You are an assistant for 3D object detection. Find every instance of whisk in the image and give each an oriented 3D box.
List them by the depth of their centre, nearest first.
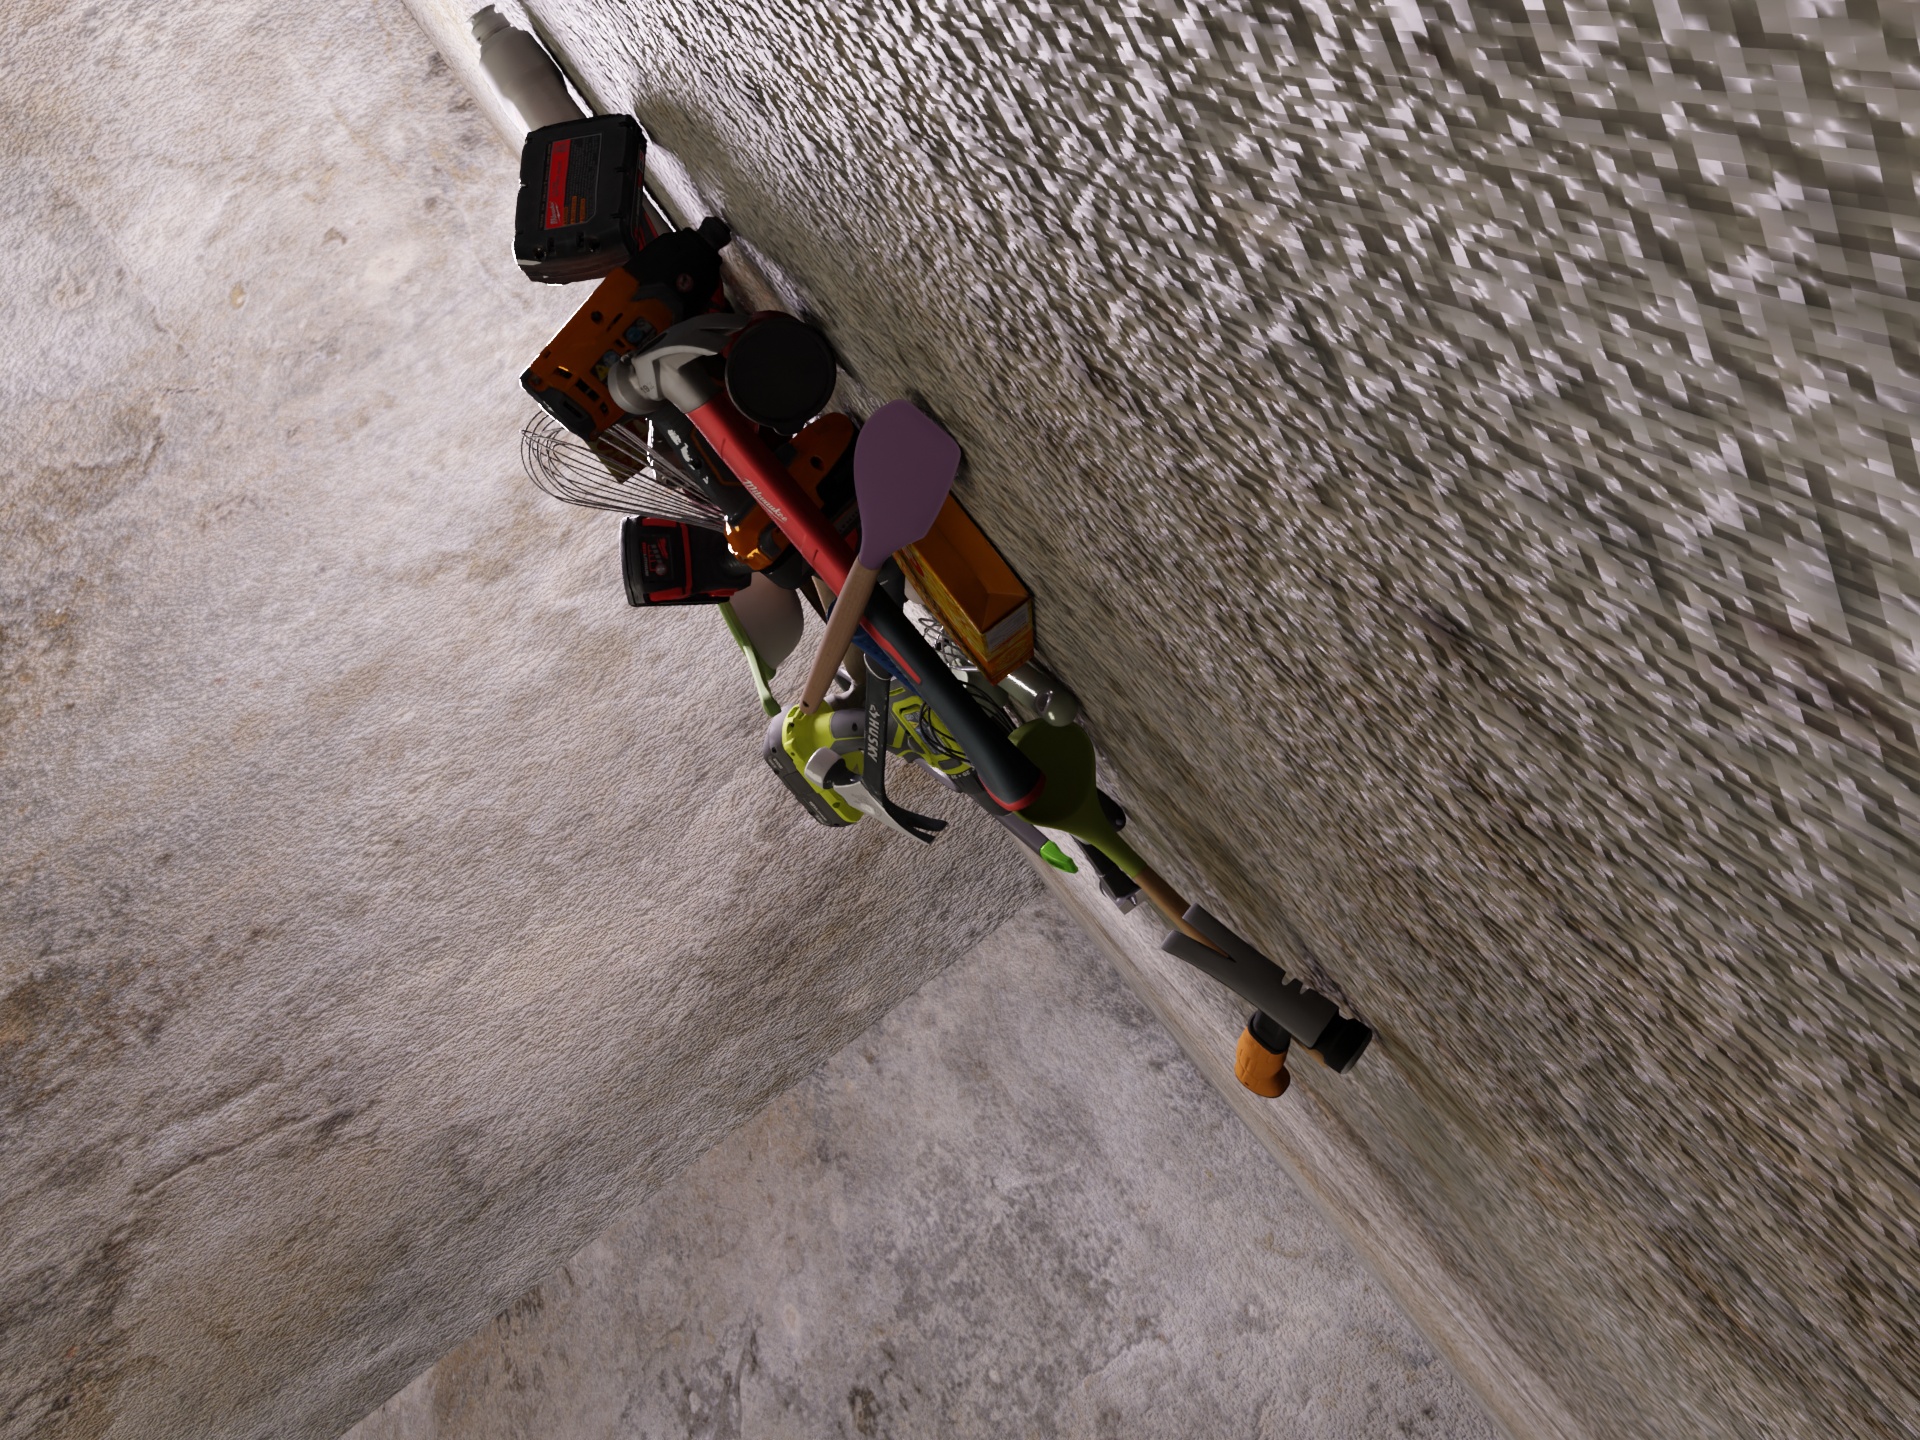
[{"bbox_3d":[-0.182,-0.151,1.145,0.284,0.070,0.070,21,-167,-28],"label":"whisk"},{"bbox_3d":[0.027,-0.042,1.159,0.059,0.058,0.247,16,-169,-26],"label":"whisk"},{"bbox_3d":[0.052,0.035,1.194,0.238,0.055,0.055,33,-169,-40],"label":"whisk"}]

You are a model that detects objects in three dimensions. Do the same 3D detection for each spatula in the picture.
[{"bbox_3d":[-0.061,-0.083,0.937,0.060,0.018,0.315,41,148,7],"label":"spatula"}]

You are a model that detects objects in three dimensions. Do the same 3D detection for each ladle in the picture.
[{"bbox_3d":[0.148,0.123,1.116,0.320,0.078,0.062,45,165,6],"label":"ladle"}]

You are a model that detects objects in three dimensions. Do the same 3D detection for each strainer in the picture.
[{"bbox_3d":[-0.187,-0.092,1.573,0.151,0.069,0.257,62,-178,-38],"label":"strainer"}]

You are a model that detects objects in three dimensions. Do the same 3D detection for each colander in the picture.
[{"bbox_3d":[0.011,0.025,1.765,0.397,0.094,0.204,39,171,32],"label":"colander"}]

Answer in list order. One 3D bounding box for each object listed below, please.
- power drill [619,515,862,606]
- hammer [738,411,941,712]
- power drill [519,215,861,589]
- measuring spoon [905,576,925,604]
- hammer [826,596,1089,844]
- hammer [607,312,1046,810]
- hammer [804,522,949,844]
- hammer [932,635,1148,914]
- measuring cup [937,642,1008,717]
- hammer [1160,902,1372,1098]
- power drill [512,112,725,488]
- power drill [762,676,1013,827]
[{"bbox_3d":[-0.178,-0.144,1.337,0.143,0.220,0.078,-8,-86,-53],"label":"power drill"},{"bbox_3d":[-0.119,-0.149,1.508,0.038,0.146,0.410,53,171,38],"label":"hammer"},{"bbox_3d":[-0.153,-0.210,1.053,0.226,0.164,0.084,40,-176,-33],"label":"power drill"},{"bbox_3d":[-0.016,-0.085,1.491,0.124,0.018,0.034,53,177,-12],"label":"measuring spoon"},{"bbox_3d":[-0.002,-0.004,1.264,0.144,0.035,0.405,33,175,31],"label":"hammer"},{"bbox_3d":[-0.058,-0.085,0.991,0.386,0.038,0.143,50,154,-24],"label":"hammer"},{"bbox_3d":[-0.066,-0.032,1.348,0.149,0.036,0.408,32,148,17],"label":"hammer"},{"bbox_3d":[0.077,0.056,1.574,0.334,0.035,0.146,53,178,-8],"label":"hammer"},{"bbox_3d":[0.012,-0.044,1.382,0.083,0.038,0.167,52,175,5],"label":"measuring cup"},{"bbox_3d":[0.197,0.206,1.058,0.127,0.034,0.336,35,169,18],"label":"hammer"},{"bbox_3d":[-0.228,-0.290,1.125,0.226,0.080,0.188,58,-152,-66],"label":"power drill"},{"bbox_3d":[-0.064,0.033,1.556,0.228,0.080,0.190,-16,122,39],"label":"power drill"}]
